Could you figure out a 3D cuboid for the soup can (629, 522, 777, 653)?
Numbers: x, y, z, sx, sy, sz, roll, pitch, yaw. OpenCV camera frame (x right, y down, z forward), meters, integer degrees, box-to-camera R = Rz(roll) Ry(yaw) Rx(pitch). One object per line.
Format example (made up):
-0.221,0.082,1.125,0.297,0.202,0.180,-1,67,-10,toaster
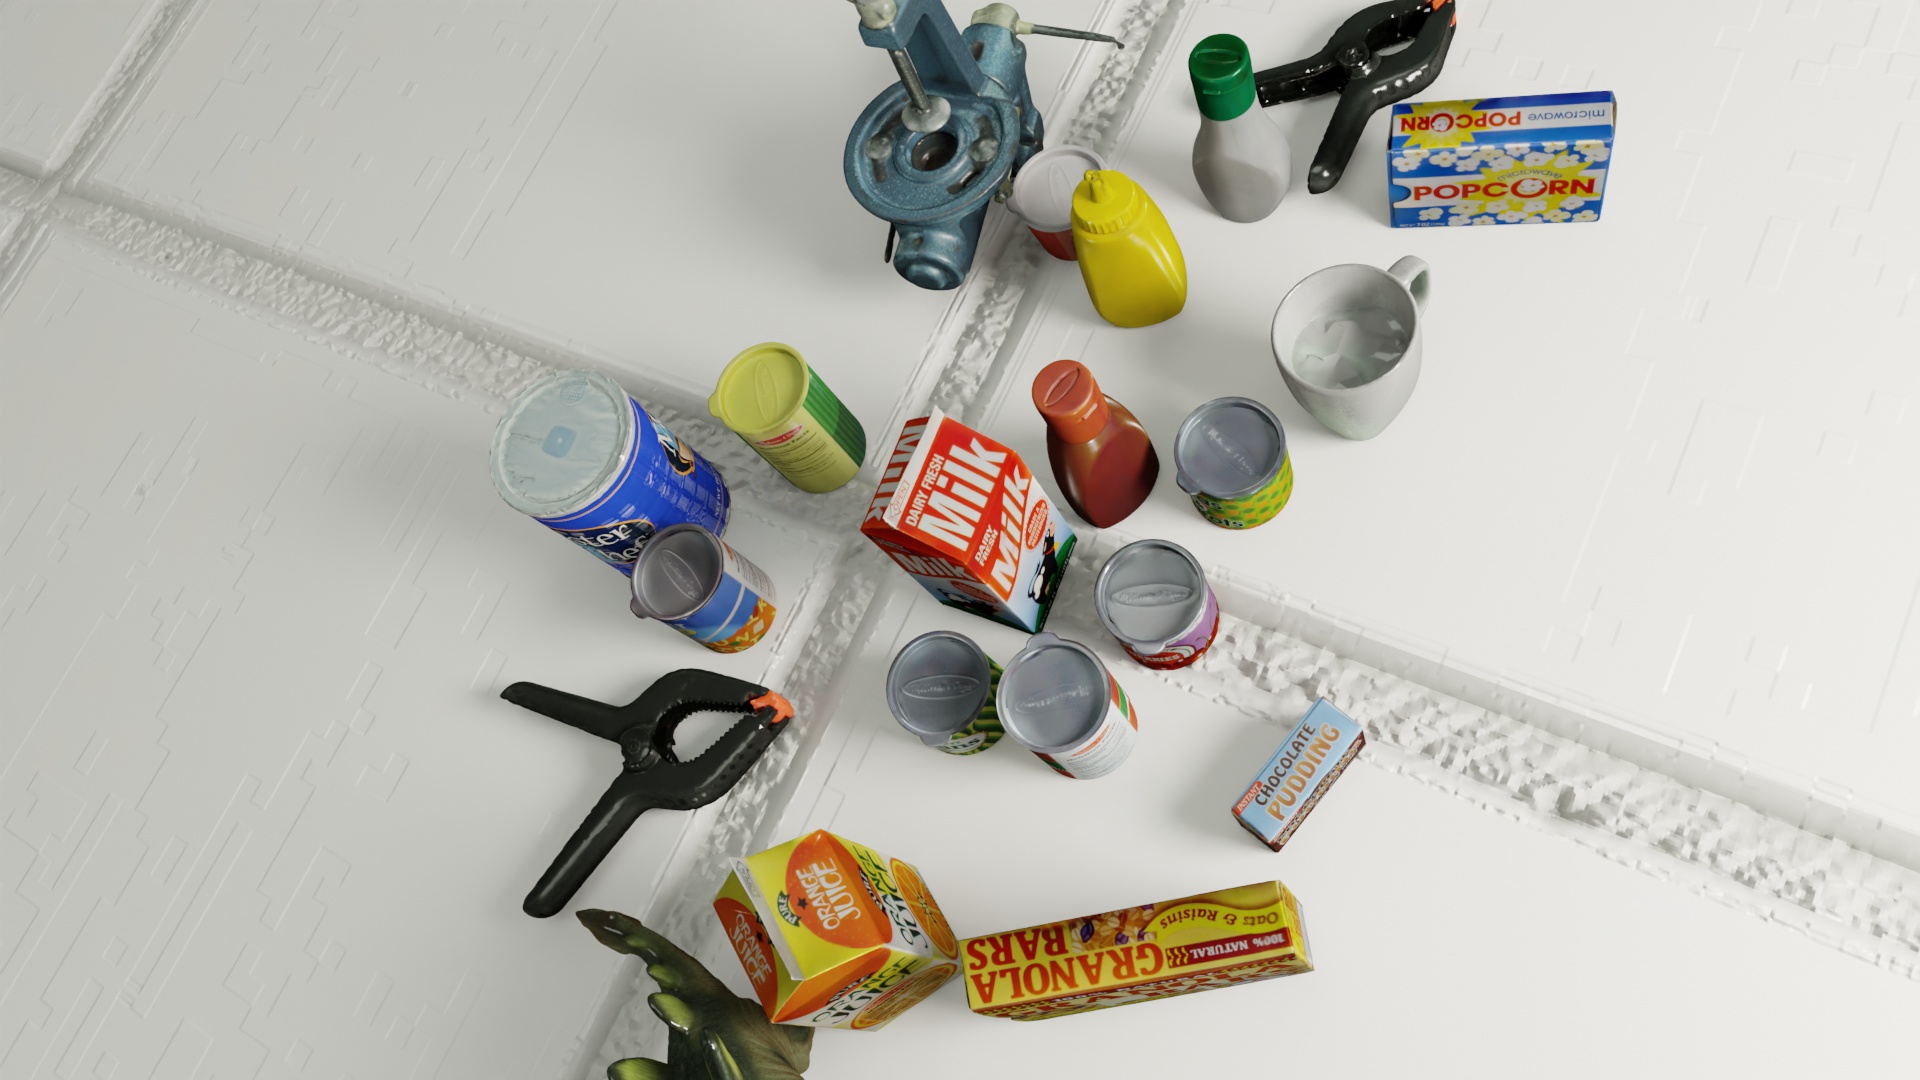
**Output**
-0.170,0.035,0.919,0.071,0.083,0.071,-7,68,16,soup can

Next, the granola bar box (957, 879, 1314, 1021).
0.097,0.220,0.732,0.165,0.124,0.039,-15,66,13,granola bar box

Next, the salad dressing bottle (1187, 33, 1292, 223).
0.175,-0.260,0.883,0.064,0.147,0.044,14,75,23,salad dressing bottle

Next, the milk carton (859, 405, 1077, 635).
0.003,-0.010,0.818,0.073,0.190,0.072,17,76,24,milk carton

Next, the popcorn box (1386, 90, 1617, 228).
0.330,-0.232,0.854,0.127,0.085,0.038,2,71,20,popcorn box

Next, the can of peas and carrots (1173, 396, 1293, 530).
0.167,-0.044,0.850,0.071,0.058,0.071,-7,68,16,can of peas and carrots

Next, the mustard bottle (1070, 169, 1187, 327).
0.101,-0.190,0.873,0.065,0.160,0.049,-10,67,15,mustard bottle

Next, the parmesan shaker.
-0.114,-0.080,0.935,0.071,0.103,0.071,-7,68,17,parmesan shaker

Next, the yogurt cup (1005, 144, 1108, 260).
0.075,-0.230,0.958,0.072,0.054,0.072,-7,68,16,yogurt cup

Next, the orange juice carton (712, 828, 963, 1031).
-0.067,0.213,0.752,0.073,0.192,0.072,-35,63,3,orange juice carton

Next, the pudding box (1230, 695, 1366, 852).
0.189,0.131,0.777,0.030,0.049,0.084,38,85,27,pudding box

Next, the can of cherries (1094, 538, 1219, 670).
0.118,0.042,0.832,0.071,0.058,0.072,-7,68,16,can of cherries

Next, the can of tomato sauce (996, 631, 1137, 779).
0.063,0.099,0.814,0.071,0.083,0.071,-7,68,16,can of tomato sauce

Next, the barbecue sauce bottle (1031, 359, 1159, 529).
0.079,-0.059,0.835,0.044,0.148,0.065,39,86,27,barbecue sauce bottle

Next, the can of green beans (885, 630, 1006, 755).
-0.005,0.095,0.853,0.071,0.057,0.071,-7,68,16,can of green beans
